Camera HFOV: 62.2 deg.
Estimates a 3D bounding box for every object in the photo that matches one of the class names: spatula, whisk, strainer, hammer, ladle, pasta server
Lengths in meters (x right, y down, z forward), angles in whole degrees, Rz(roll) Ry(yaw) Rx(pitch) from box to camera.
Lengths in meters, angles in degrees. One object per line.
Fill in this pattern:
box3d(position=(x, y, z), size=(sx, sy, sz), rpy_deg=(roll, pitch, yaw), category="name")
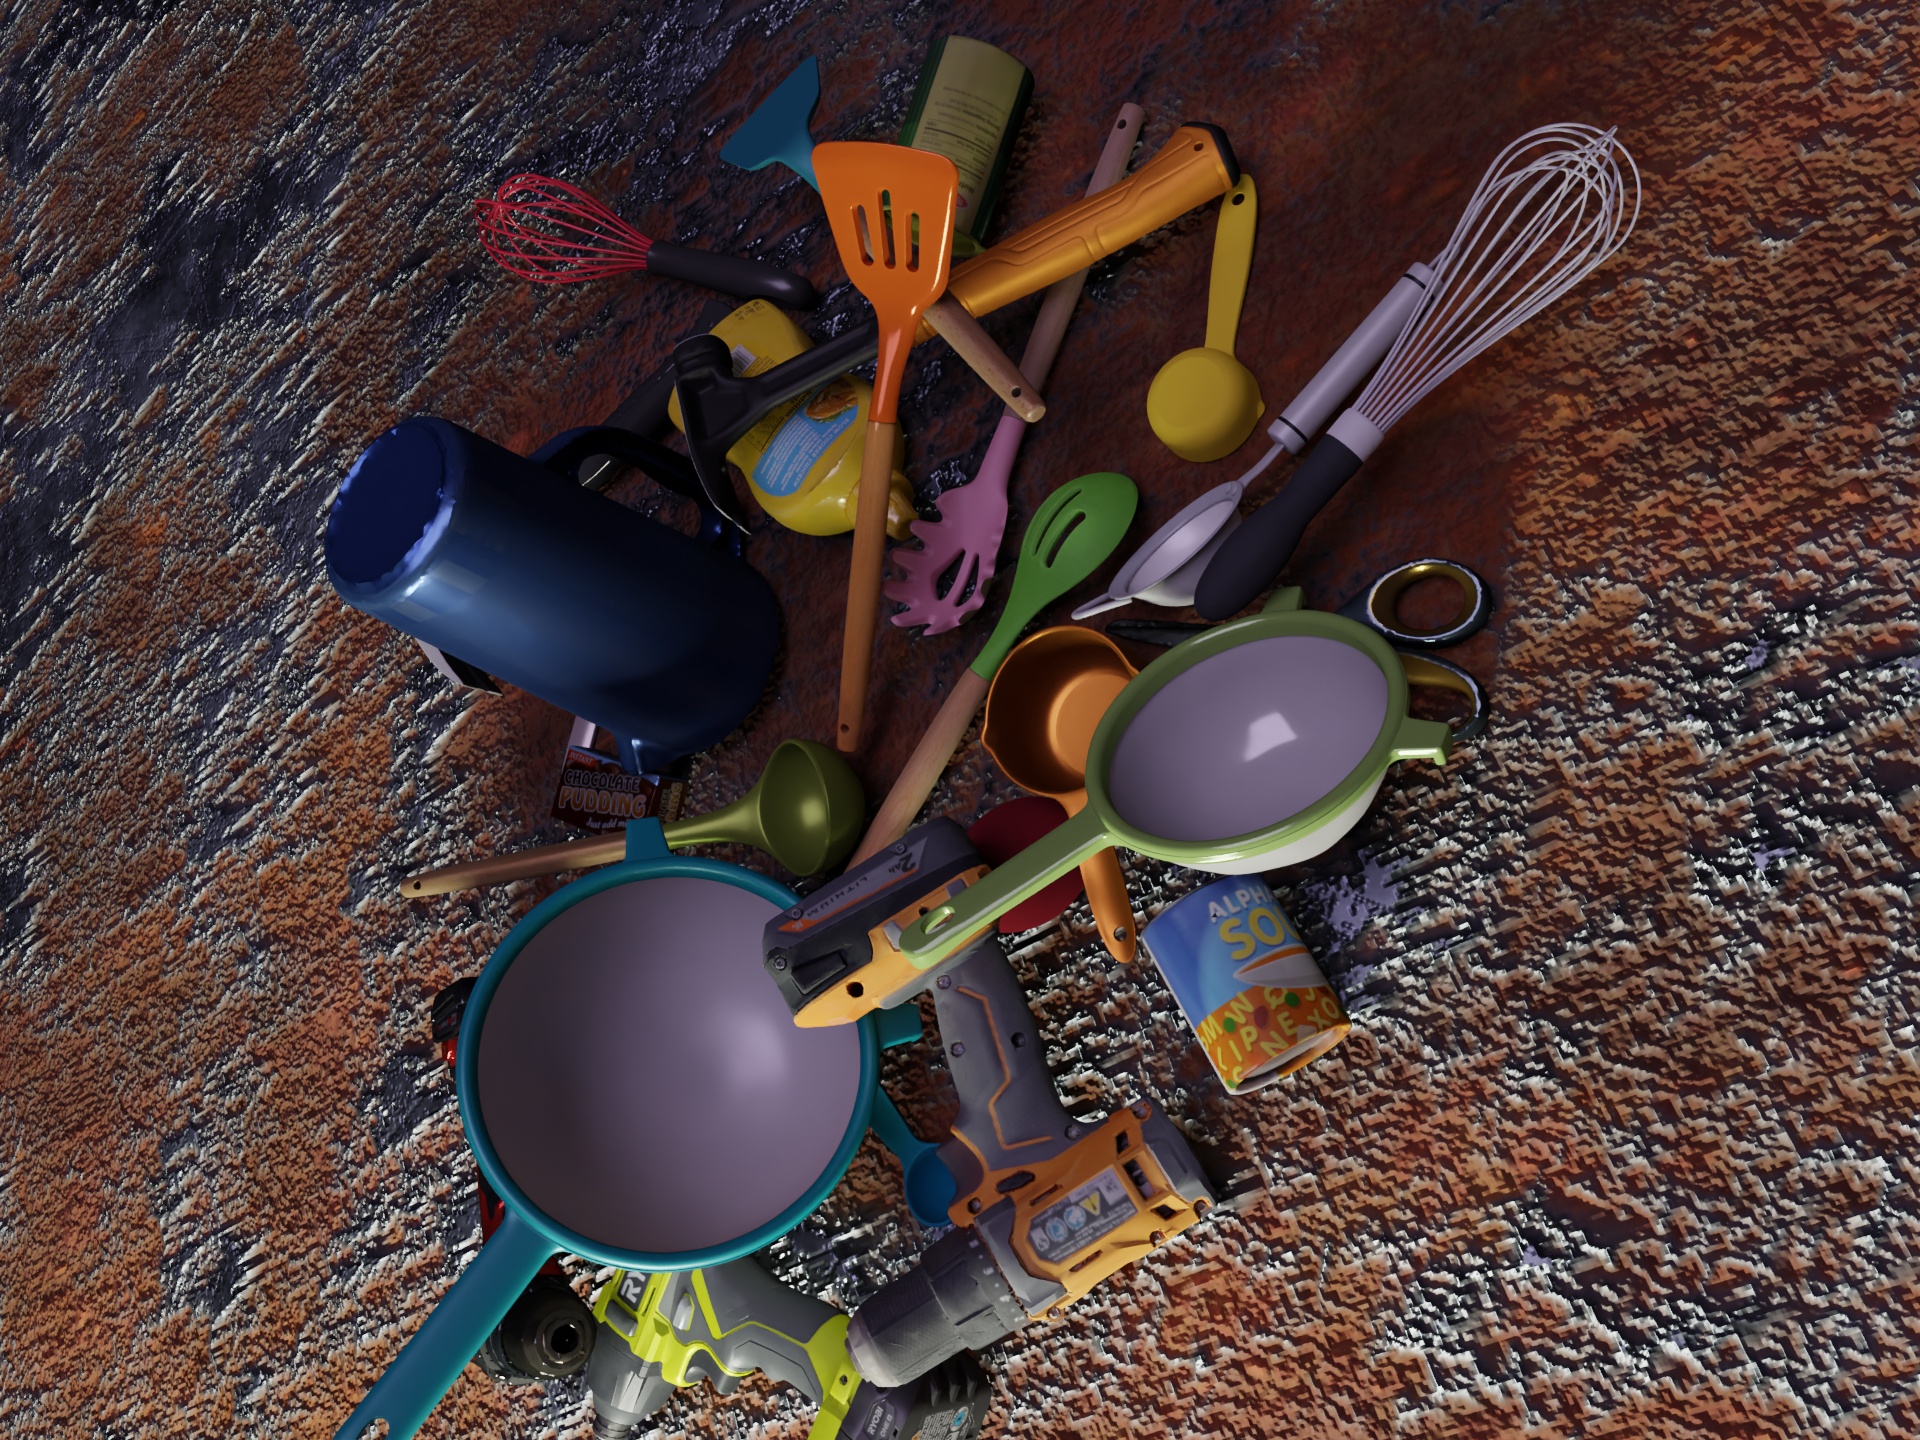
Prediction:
box3d(position=(-0.043, -0.264, 0.869), size=(0.082, 0.044, 0.318), rpy_deg=(-43, 63, 11), category="spatula")
box3d(position=(0.204, -0.157, 0.735), size=(0.284, 0.070, 0.070), rpy_deg=(-50, 59, 8), category="whisk")
box3d(position=(0.093, 0.052, 0.725), size=(0.256, 0.069, 0.152), rpy_deg=(-33, 35, 2), category="strainer")
box3d(position=(-0.005, -0.224, 0.868), size=(0.337, 0.034, 0.127), rpy_deg=(-24, 62, 15), category="hammer")
box3d(position=(-0.202, 0.073, 0.933), size=(0.320, 0.062, 0.078), rpy_deg=(-12, 83, 18), category="ladle")
box3d(position=(-0.049, -0.133, 0.838), size=(0.081, 0.041, 0.322), rpy_deg=(14, 110, 21), category="spatula")
box3d(position=(0.037, -0.194, 0.879), size=(0.060, 0.040, 0.316), rpy_deg=(22, 91, 26), category="pasta server")
box3d(position=(-0.254, -0.156, 1.059), size=(0.334, 0.035, 0.146), rpy_deg=(-38, 62, 20), category="hammer")
box3d(position=(-0.187, 0.231, 0.812), size=(0.211, 0.095, 0.340), rpy_deg=(35, 65, 6), category="strainer")
box3d(position=(0.158, -0.133, 0.788), size=(0.050, 0.087, 0.258), rpy_deg=(39, 99, -13), category="strainer")
box3d(position=(-0.057, 0.139, 0.881), size=(0.315, 0.031, 0.069), rpy_deg=(-36, 64, 23), category="ladle")
box3d(position=(-0.214, -0.309, 1.051), size=(0.296, 0.073, 0.073), rpy_deg=(21, 92, 28), category="whisk")

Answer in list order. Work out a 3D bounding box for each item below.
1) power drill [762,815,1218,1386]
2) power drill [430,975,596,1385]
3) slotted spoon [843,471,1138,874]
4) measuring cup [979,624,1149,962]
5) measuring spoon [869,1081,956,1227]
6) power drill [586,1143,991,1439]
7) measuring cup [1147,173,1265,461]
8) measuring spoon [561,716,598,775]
box3d(position=(-0.012, 0.184, 0.764), size=(0.185, 0.084, 0.226), rpy_deg=(-32, 75, -4), category="power drill")
box3d(position=(-0.250, 0.261, 0.909), size=(0.188, 0.080, 0.227), rpy_deg=(-30, 62, 60), category="power drill")
box3d(position=(-0.001, -0.003, 0.870), size=(0.313, 0.031, 0.070), rpy_deg=(-59, 35, 12), category="slotted spoon")
box3d(position=(0.072, 0.038, 0.804), size=(0.095, 0.052, 0.174), rpy_deg=(-22, 71, 27), category="measuring cup")
box3d(position=(-0.031, 0.219, 0.857), size=(0.042, 0.021, 0.129), rpy_deg=(-56, 49, 12), category="measuring spoon")
box3d(position=(-0.106, 0.349, 0.842), size=(0.223, 0.080, 0.171), rpy_deg=(23, 92, 37), category="power drill")
box3d(position=(0.132, -0.214, 0.827), size=(0.062, 0.029, 0.156), rpy_deg=(6, 85, 33), category="measuring cup")
box3d(position=(-0.245, -0.012, 1.033), size=(0.034, 0.018, 0.124), rpy_deg=(13, 88, 33), category="measuring spoon")
